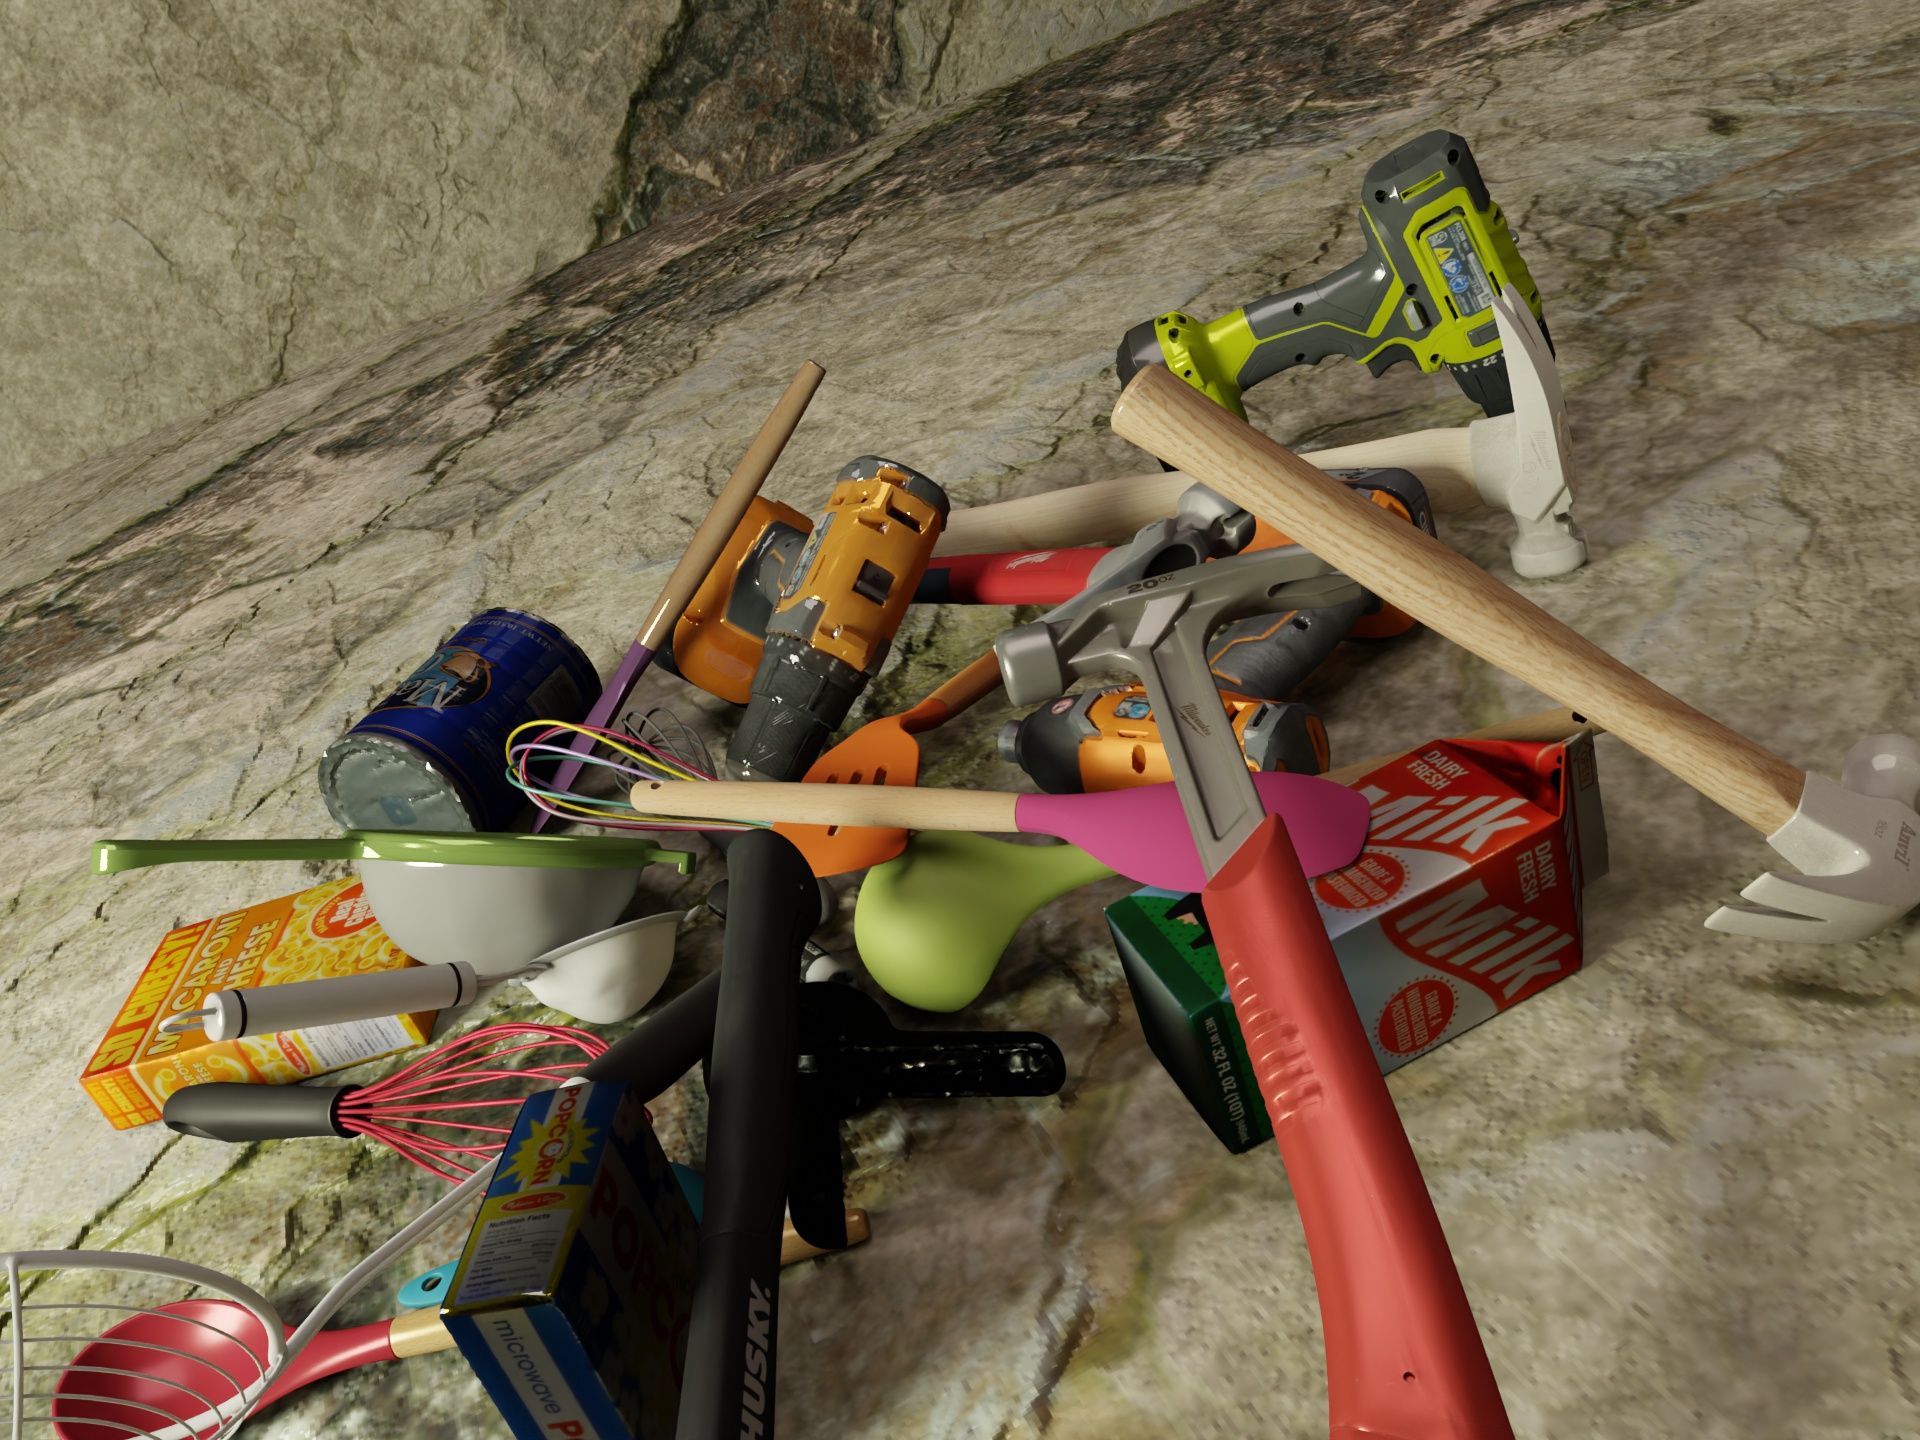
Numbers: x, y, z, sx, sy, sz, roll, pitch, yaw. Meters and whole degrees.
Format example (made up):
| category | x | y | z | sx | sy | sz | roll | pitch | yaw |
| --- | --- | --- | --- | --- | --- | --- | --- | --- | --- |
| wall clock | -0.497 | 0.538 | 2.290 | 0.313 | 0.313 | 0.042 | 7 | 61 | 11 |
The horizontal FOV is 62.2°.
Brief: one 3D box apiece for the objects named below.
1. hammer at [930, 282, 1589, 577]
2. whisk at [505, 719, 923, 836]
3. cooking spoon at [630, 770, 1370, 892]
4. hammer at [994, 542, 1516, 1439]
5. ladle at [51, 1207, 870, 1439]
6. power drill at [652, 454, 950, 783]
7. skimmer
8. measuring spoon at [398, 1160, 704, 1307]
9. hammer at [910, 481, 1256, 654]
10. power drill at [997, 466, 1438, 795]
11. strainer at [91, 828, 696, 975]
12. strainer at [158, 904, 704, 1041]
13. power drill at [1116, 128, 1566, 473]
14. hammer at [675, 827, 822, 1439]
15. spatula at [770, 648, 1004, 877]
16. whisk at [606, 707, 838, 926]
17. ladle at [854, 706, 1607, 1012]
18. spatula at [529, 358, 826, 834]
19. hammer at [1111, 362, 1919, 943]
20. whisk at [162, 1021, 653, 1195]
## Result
| category | x | y | z | sx | sy | sz | roll | pitch | yaw |
| --- | --- | --- | --- | --- | --- | --- | --- | --- | --- |
| hammer | 0.132 | -0.134 | 0.904 | 0.411 | 0.146 | 0.038 | -4 | 27 | 36 |
| whisk | -0.106 | 0.041 | 0.756 | 0.245 | 0.047 | 0.051 | 12 | 8 | 10 |
| cooking spoon | 0.001 | 0.036 | 0.636 | 0.319 | 0.017 | 0.069 | 1 | 38 | 25 |
| hammer | 0.110 | 0.070 | 0.514 | 0.149 | 0.036 | 0.359 | -14 | 43 | 3 |
| ladle | -0.185 | 0.222 | 0.593 | 0.315 | 0.031 | 0.069 | -15 | 36 | 6 |
| power drill | -0.101 | -0.047 | 0.877 | 0.226 | 0.084 | 0.185 | 6 | 70 | 64 |
| skimmer | -0.184 | 0.134 | 0.519 | 0.127 | 0.090 | 0.363 | -49 | -9 | 31 |
| measuring spoon | -0.161 | 0.200 | 0.619 | 0.128 | 0.021 | 0.042 | -18 | 29 | 1 |
| hammer | -0.007 | -0.069 | 0.873 | 0.143 | 0.038 | 0.386 | -37 | 19 | -21 |
| power drill | 0.127 | -0.035 | 0.782 | 0.164 | 0.084 | 0.226 | 5 | 42 | 38 |
| strainer | -0.262 | 0.086 | 0.737 | 0.256 | 0.069 | 0.151 | 4 | -3 | -42 |
| strainer | -0.210 | 0.115 | 0.685 | 0.258 | 0.050 | 0.087 | 0 | -25 | -47 |
| power drill | 0.226 | -0.204 | 0.932 | 0.228 | 0.190 | 0.080 | -25 | 26 | 21 |
| hammer | -0.070 | 0.148 | 0.488 | 0.035 | 0.146 | 0.335 | -28 | 32 | 16 |
| spatula | -0.001 | -0.003 | 0.793 | 0.081 | 0.041 | 0.322 | -11 | 13 | 27 |
| whisk | -0.126 | 0.049 | 0.832 | 0.055 | 0.055 | 0.239 | -32 | 35 | -21 |
| ladle | 0.106 | 0.047 | 0.653 | 0.320 | 0.062 | 0.078 | -17 | 66 | 8 |
| spatula | -0.163 | -0.063 | 0.890 | 0.316 | 0.018 | 0.060 | -57 | 19 | 10 |
| hammer | 0.198 | -0.032 | 0.580 | 0.331 | 0.031 | 0.130 | 34 | 44 | 10 |
| whisk | -0.252 | 0.171 | 0.694 | 0.296 | 0.073 | 0.073 | -8 | 31 | 30 |
